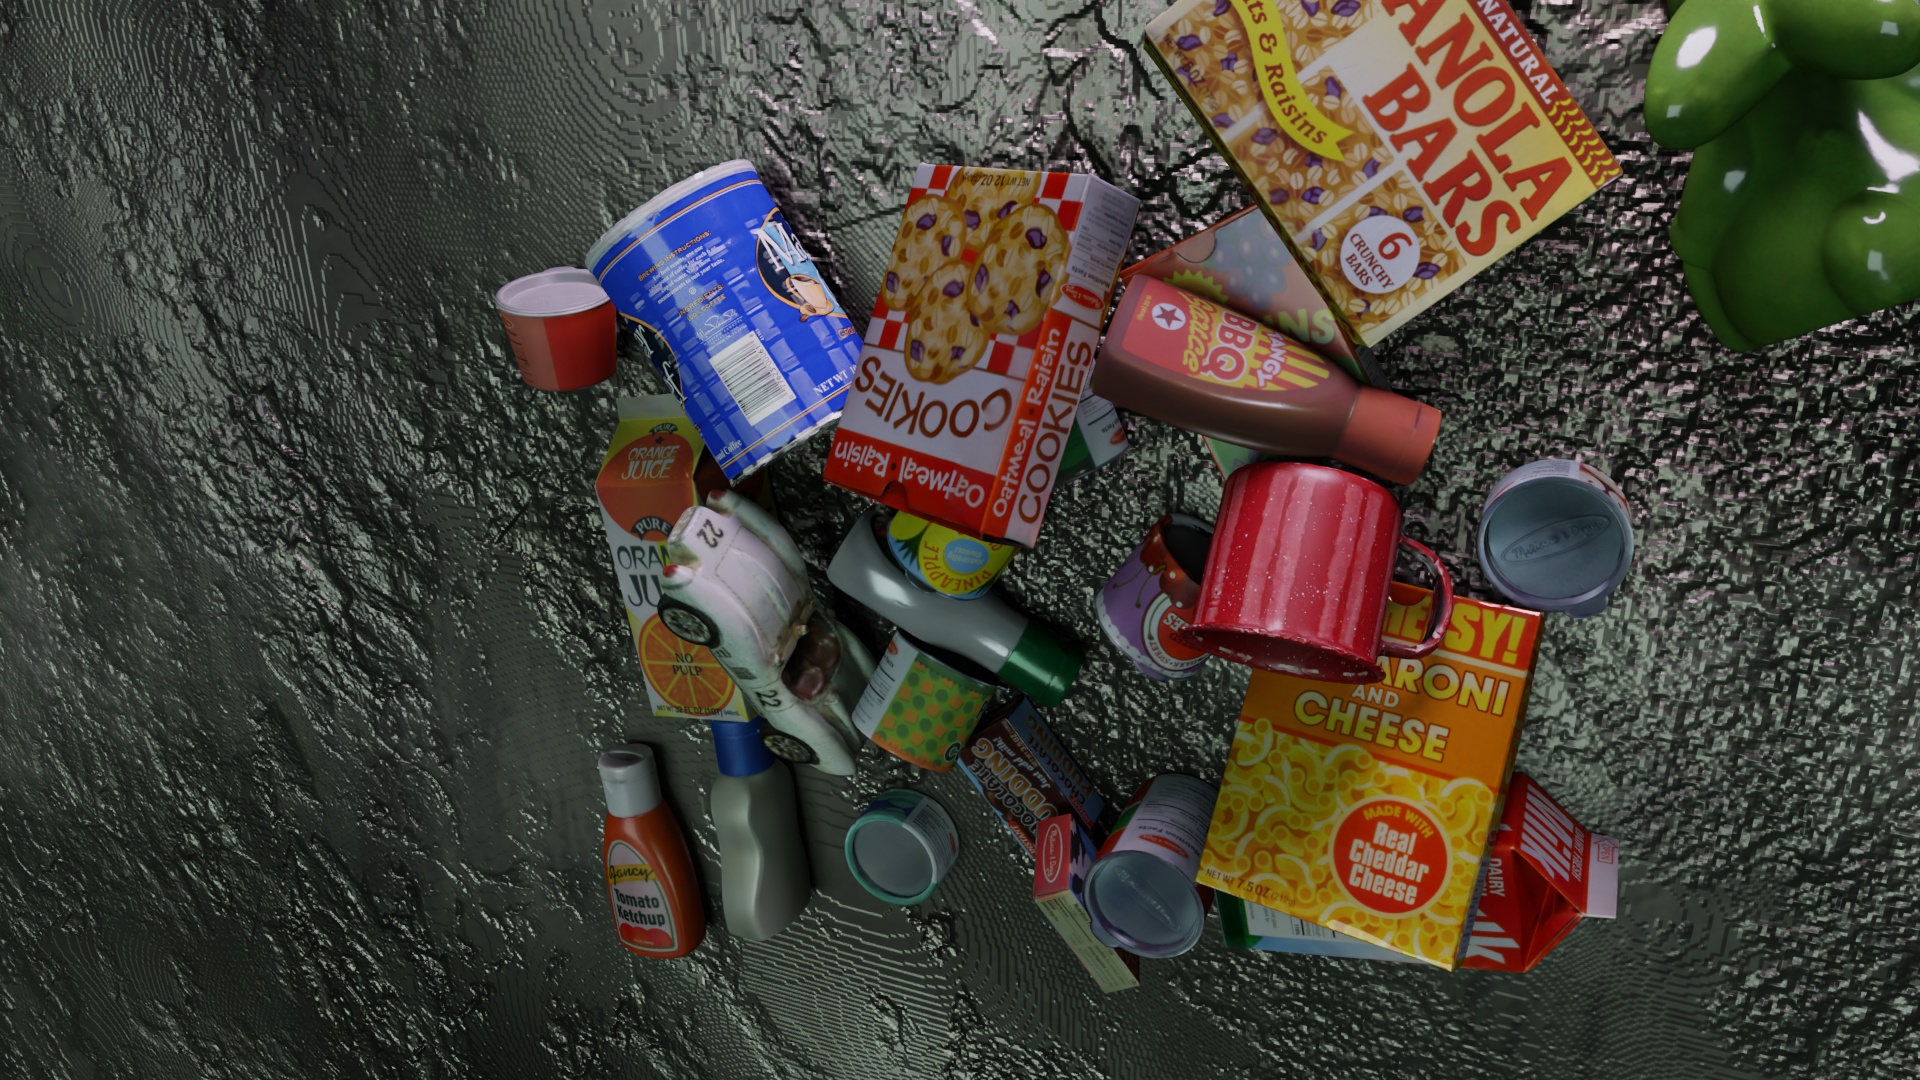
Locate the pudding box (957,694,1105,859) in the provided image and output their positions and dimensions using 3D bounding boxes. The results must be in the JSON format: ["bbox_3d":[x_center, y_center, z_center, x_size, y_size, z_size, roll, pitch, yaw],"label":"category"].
[{"bbox_3d":[0.039,0.138,0.811,0.049,0.030,0.083,-34,93,33],"label":"pudding box"}]

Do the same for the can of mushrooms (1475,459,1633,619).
[{"bbox_3d":[0.275,-0.001,0.642,0.071,0.033,0.070,9,113,21],"label":"can of mushrooms"}]

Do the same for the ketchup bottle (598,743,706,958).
[{"bbox_3d":[-0.216,0.213,0.953,0.065,0.044,0.148,3,111,24],"label":"ketchup bottle"}]

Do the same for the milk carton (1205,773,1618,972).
[{"bbox_3d":[0.230,0.165,0.709,0.190,0.073,0.073,-3,110,27],"label":"milk carton"}]

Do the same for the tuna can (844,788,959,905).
[{"bbox_3d":[-0.039,0.192,0.868,0.071,0.033,0.070,9,114,21],"label":"tuna can"}]

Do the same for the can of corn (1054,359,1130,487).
[{"bbox_3d":[0.043,-0.061,0.706,0.071,0.071,0.058,-17,102,30],"label":"can of corn"}]

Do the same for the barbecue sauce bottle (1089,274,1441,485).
[{"bbox_3d":[0.136,-0.067,0.619,0.148,0.065,0.043,22,143,5],"label":"barbecue sauce bottle"}]

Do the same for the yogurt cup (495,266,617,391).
[{"bbox_3d":[-0.232,-0.122,0.812,0.072,0.073,0.053,12,123,21],"label":"yogurt cup"}]

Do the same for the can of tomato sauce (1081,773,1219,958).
[{"bbox_3d":[0.111,0.178,0.762,0.071,0.083,0.071,9,114,22],"label":"can of tomato sauce"}]

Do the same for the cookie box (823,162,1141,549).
[{"bbox_3d":[0.005,-0.091,0.660,0.123,0.040,0.167,20,94,47],"label":"cookie box"}]

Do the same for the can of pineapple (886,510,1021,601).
[{"bbox_3d":[0.003,-0.009,0.744,0.071,0.071,0.057,40,122,5],"label":"can of pineapple"}]

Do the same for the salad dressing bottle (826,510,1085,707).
[{"bbox_3d":[-0.001,0.040,0.775,0.148,0.064,0.043,32,111,1],"label":"salad dressing bottle"}]

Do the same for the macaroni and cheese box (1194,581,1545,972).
[{"bbox_3d":[0.195,0.102,0.662,0.124,0.040,0.166,13,84,28],"label":"macaroni and cheese box"}]

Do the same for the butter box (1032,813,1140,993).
[{"bbox_3d":[0.073,0.207,0.789,0.024,0.053,0.103,-18,127,21],"label":"butter box"}]

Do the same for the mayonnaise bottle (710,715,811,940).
[{"bbox_3d":[-0.131,0.177,0.890,0.041,0.065,0.147,2,107,28],"label":"mayonnaise bottle"}]

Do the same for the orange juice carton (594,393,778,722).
[{"bbox_3d":[-0.154,0.006,0.822,0.072,0.073,0.192,-1,110,27],"label":"orange juice carton"}]

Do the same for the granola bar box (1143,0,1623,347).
[{"bbox_3d":[0.175,-0.184,0.589,0.124,0.039,0.165,-35,93,11],"label":"granola bar box"}]

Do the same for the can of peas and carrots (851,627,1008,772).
[{"bbox_3d":[-0.018,0.091,0.787,0.071,0.071,0.058,29,95,11],"label":"can of peas and carrots"}]

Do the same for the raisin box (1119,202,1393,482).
[{"bbox_3d":[0.143,-0.094,0.662,0.086,0.040,0.123,-24,98,32],"label":"raisin box"}]

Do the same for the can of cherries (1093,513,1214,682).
[{"bbox_3d":[0.112,0.030,0.709,0.071,0.072,0.058,40,121,5],"label":"can of cherries"}]
